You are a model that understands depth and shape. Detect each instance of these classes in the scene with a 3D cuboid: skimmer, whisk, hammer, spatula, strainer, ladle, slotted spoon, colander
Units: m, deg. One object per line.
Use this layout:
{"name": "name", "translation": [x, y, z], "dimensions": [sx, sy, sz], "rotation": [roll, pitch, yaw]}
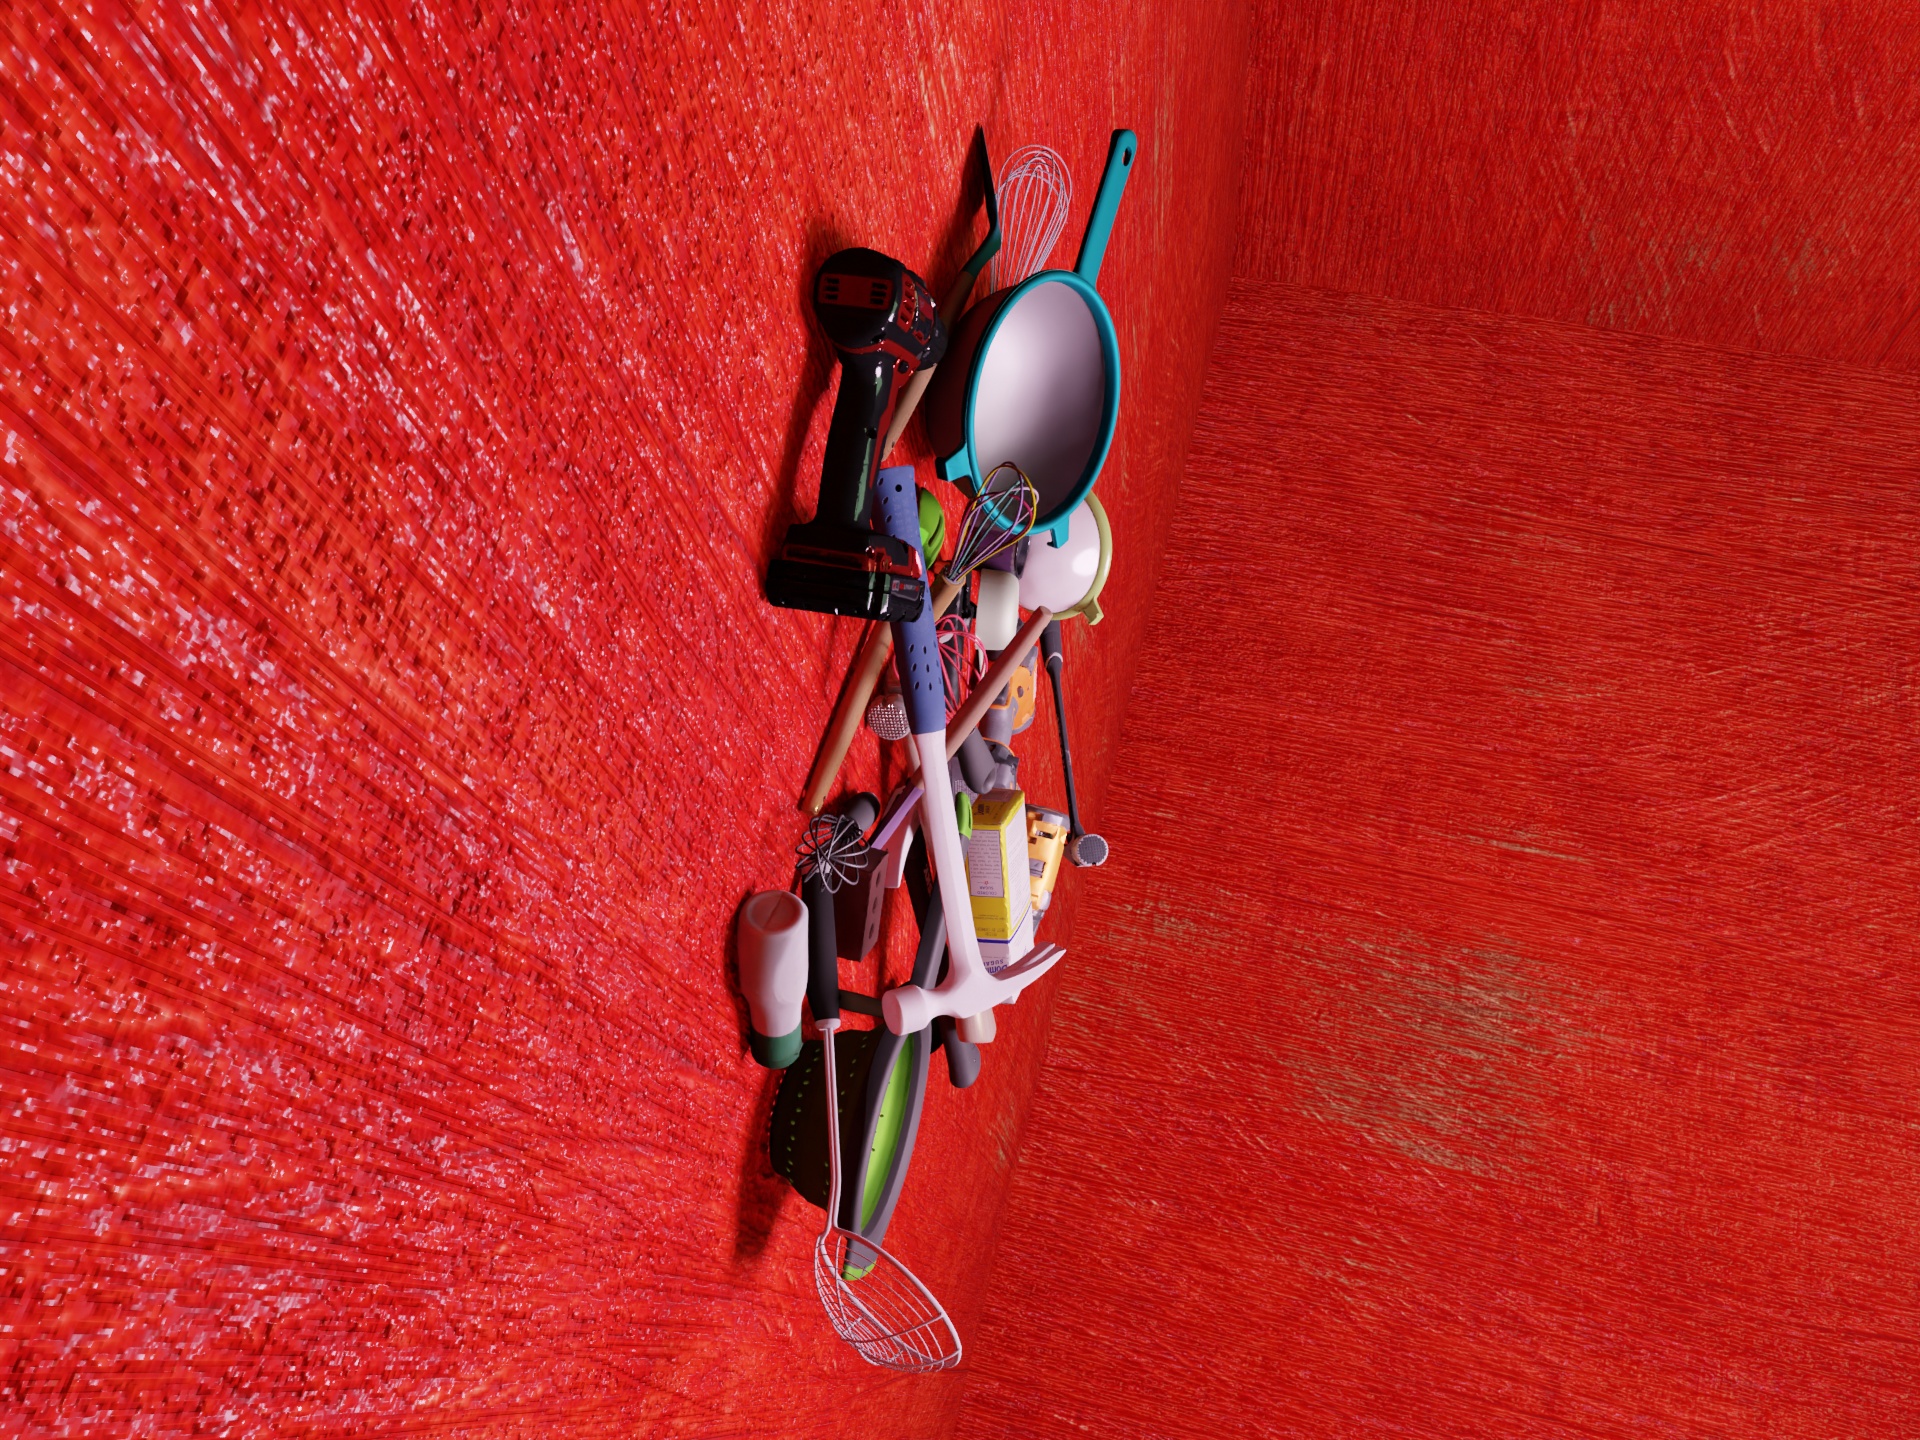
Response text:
{"name": "skimmer", "translation": [-0.066, 0.280, 1.150], "dimensions": [0.127, 0.090, 0.363], "rotation": [-35, -124, 56]}
{"name": "whisk", "translation": [-0.002, -0.004, 1.309], "dimensions": [0.295, 0.073, 0.073], "rotation": [70, 33, -63]}
{"name": "hammer", "translation": [-0.017, 0.018, 1.162], "dimensions": [0.035, 0.144, 0.405], "rotation": [6, -73, 64]}
{"name": "spatula", "translation": [-0.015, -0.324, 1.227], "dimensions": [0.082, 0.044, 0.318], "rotation": [83, 26, -60]}
{"name": "whisk", "translation": [-0.084, 0.084, 1.200], "dimensions": [0.239, 0.055, 0.055], "rotation": [-57, 157, -81]}
{"name": "whisk", "translation": [0.038, -0.354, 1.379], "dimensions": [0.070, 0.070, 0.284], "rotation": [-23, 128, -77]}
{"name": "hammer", "translation": [-0.010, 0.122, 1.436], "dimensions": [0.146, 0.038, 0.410], "rotation": [-63, 149, -54]}
{"name": "strainer", "translation": [0.077, -0.223, 1.570], "dimensions": [0.069, 0.152, 0.256], "rotation": [-13, 114, -45]}
{"name": "hammer", "translation": [-0.026, 0.218, 1.500], "dimensions": [0.146, 0.035, 0.334], "rotation": [-61, 146, -52]}
{"name": "hammer", "translation": [0.105, -0.044, 1.751], "dimensions": [0.149, 0.036, 0.409], "rotation": [153, -70, -81]}
{"name": "spatula", "translation": [-0.019, 0.030, 1.240], "dimensions": [0.315, 0.018, 0.060], "rotation": [-54, 178, 29]}
{"name": "whisk", "translation": [0.003, -0.122, 1.256], "dimensions": [0.051, 0.047, 0.245], "rotation": [-62, -174, -33]}
{"name": "strainer", "translation": [0.056, -0.324, 1.301], "dimensions": [0.210, 0.095, 0.340], "rotation": [21, 86, -55]}
{"name": "ladle", "translation": [-0.068, 0.267, 1.473], "dimensions": [0.320, 0.062, 0.078], "rotation": [51, 47, -72]}
{"name": "slotted spoon", "translation": [-0.064, -0.058, 1.238], "dimensions": [0.070, 0.031, 0.314], "rotation": [91, 16, -57]}
{"name": "colander", "translation": [-0.076, 0.244, 1.303], "dimensions": [0.204, 0.094, 0.397], "rotation": [62, 40, -73]}

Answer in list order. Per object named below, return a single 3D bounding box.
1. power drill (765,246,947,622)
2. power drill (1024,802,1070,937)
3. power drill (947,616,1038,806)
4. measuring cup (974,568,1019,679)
{"name": "power drill", "translation": [-0.055, -0.181, 1.039], "dimensions": [0.188, 0.080, 0.226], "rotation": [-15, 113, -78]}
{"name": "power drill", "translation": [0.053, 0.179, 1.745], "dimensions": [0.226, 0.084, 0.185], "rotation": [-177, -78, -81]}
{"name": "power drill", "translation": [0.034, 0.000, 1.654], "dimensions": [0.164, 0.084, 0.227], "rotation": [89, 12, -46]}
{"name": "measuring cup", "translation": [0.036, -0.076, 1.526], "dimensions": [0.167, 0.038, 0.083], "rotation": [87, 9, -53]}
